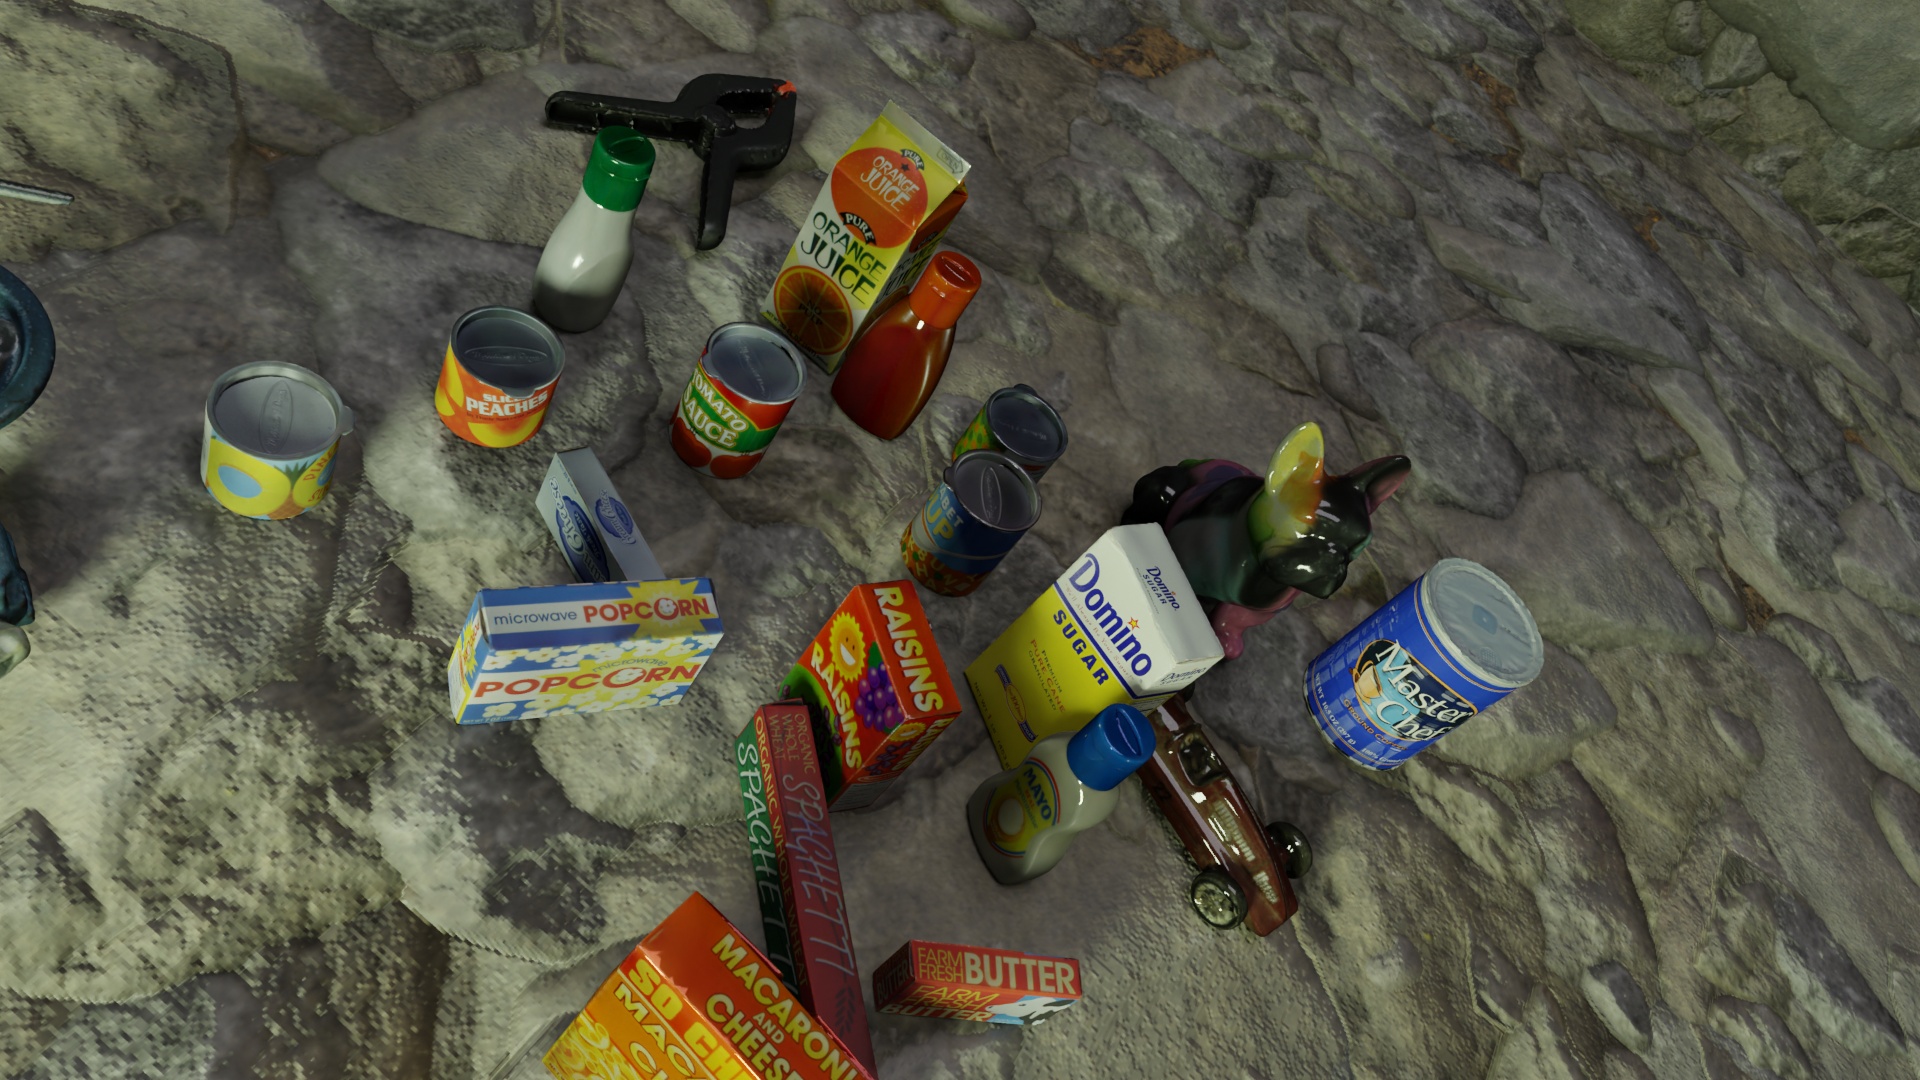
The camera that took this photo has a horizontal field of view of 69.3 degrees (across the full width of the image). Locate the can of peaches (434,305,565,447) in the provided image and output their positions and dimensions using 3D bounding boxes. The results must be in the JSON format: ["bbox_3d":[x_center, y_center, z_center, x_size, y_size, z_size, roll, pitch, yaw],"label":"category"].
[{"bbox_3d":[-0.277,-0.096,0.836,0.071,0.057,0.071,17,49,-20],"label":"can of peaches"}]

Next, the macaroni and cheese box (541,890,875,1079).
[{"bbox_3d":[-0.110,0.236,0.605,0.124,0.165,0.040,46,46,7],"label":"macaroni and cheese box"}]

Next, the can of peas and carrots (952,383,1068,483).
[{"bbox_3d":[0.035,-0.070,1.009,0.071,0.058,0.071,17,49,-20],"label":"can of peas and carrots"}]

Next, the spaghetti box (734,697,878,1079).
[{"bbox_3d":[-0.081,0.204,0.730,0.029,0.050,0.251,4,55,-30],"label":"spaghetti box"}]

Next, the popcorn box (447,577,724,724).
[{"bbox_3d":[-0.201,0.059,0.744,0.127,0.084,0.038,-2,58,-33],"label":"popcorn box"}]

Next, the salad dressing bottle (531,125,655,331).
[{"bbox_3d":[-0.230,-0.196,0.880,0.044,0.147,0.064,47,46,8],"label":"salad dressing bottle"}]

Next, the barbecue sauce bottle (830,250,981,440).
[{"bbox_3d":[-0.034,-0.135,0.954,0.065,0.147,0.044,40,45,2],"label":"barbecue sauce bottle"}]

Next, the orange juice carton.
[{"bbox_3d":[-0.062,-0.212,0.966,0.072,0.191,0.073,42,45,3],"label":"orange juice carton"}]

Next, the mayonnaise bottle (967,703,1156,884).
[{"bbox_3d":[0.057,0.142,0.795,0.041,0.147,0.065,-6,60,-35],"label":"mayonnaise bottle"}]

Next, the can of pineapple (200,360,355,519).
[{"bbox_3d":[-0.368,-0.052,0.746,0.071,0.057,0.071,17,49,-20],"label":"can of pineapple"}]

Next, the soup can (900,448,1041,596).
[{"bbox_3d":[0.003,-0.012,0.927,0.071,0.083,0.072,17,49,-20],"label":"soup can"}]

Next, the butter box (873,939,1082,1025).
[{"bbox_3d":[0.009,0.241,0.755,0.103,0.053,0.024,14,50,-23],"label":"butter box"}]

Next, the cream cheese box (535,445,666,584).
[{"bbox_3d":[-0.209,0.002,0.806,0.024,0.053,0.104,-18,67,-40],"label":"cream cheese box"}]

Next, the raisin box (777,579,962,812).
[{"bbox_3d":[-0.054,0.090,0.785,0.040,0.122,0.086,-3,58,-34],"label":"raisin box"}]

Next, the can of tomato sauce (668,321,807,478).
[{"bbox_3d":[-0.146,-0.088,0.894,0.071,0.082,0.071,17,49,-20],"label":"can of tomato sauce"}]
